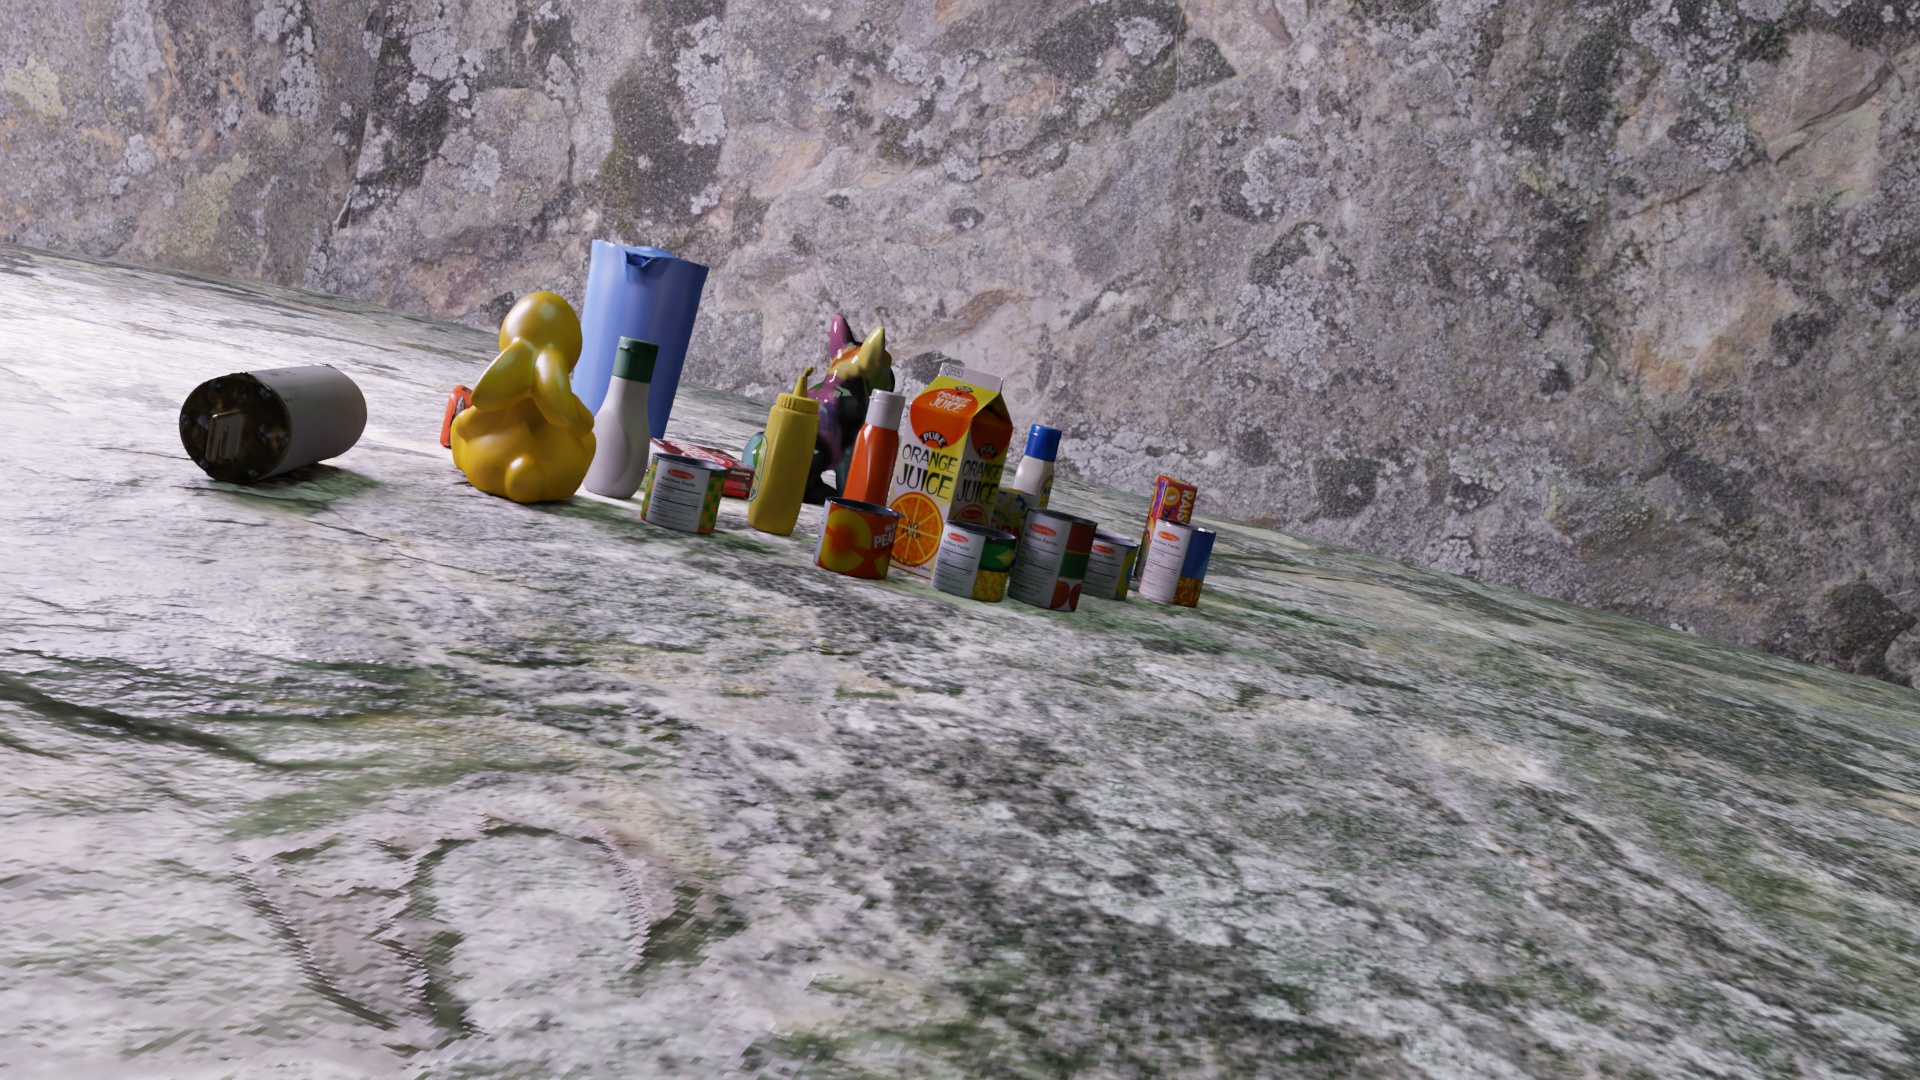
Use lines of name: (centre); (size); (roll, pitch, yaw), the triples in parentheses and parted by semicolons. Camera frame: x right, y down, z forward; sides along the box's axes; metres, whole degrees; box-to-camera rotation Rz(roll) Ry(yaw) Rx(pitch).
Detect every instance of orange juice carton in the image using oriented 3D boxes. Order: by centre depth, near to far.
orange juice carton: (-0.010, -0.064, 1.283); (0.072, 0.192, 0.073); (18, 8, 34)

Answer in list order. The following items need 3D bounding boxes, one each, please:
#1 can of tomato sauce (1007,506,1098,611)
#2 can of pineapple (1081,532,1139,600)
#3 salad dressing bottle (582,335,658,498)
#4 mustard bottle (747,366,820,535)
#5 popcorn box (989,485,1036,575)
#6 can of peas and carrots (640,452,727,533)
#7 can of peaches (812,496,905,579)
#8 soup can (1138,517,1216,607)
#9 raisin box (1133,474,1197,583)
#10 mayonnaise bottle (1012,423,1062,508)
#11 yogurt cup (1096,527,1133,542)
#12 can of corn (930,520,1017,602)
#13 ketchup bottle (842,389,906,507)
can of tomato sauce: (0.085, 0.017, 1.268); (0.071, 0.083, 0.071); (13, 7, -1)
can of pineapple: (0.145, 0.025, 1.423); (0.071, 0.057, 0.071); (13, 7, -1)
salad dressing bottle: (-0.314, -0.115, 1.294); (0.064, 0.147, 0.044); (17, 7, 29)
mustard bottle: (-0.163, -0.087, 1.310); (0.049, 0.160, 0.065); (12, 7, -15)
popcorn box: (0.005, -0.017, 1.381); (0.127, 0.085, 0.038); (11, 7, -23)
can of peas and carrots: (-0.242, -0.042, 1.218); (0.071, 0.058, 0.071); (13, 7, -1)
can of peaches: (-0.087, -0.002, 1.193); (0.071, 0.058, 0.071); (13, 7, -1)
soup can: (0.236, 0.024, 1.501); (0.071, 0.083, 0.071); (13, 7, -1)
raisin box: (0.235, -0.010, 1.603); (0.040, 0.123, 0.086); (13, 6, 0)
mayonnaise bottle: (0.083, -0.059, 1.600); (0.041, 0.148, 0.065); (16, 7, 20)
yogurt cup: (0.151, 0.016, 1.526); (0.072, 0.054, 0.072); (13, 7, -1)
can of corn: (0.013, 0.018, 1.225); (0.071, 0.058, 0.071); (13, 7, -1)
ketchup bottle: (-0.092, -0.085, 1.473); (0.043, 0.148, 0.065); (11, 7, -25)
